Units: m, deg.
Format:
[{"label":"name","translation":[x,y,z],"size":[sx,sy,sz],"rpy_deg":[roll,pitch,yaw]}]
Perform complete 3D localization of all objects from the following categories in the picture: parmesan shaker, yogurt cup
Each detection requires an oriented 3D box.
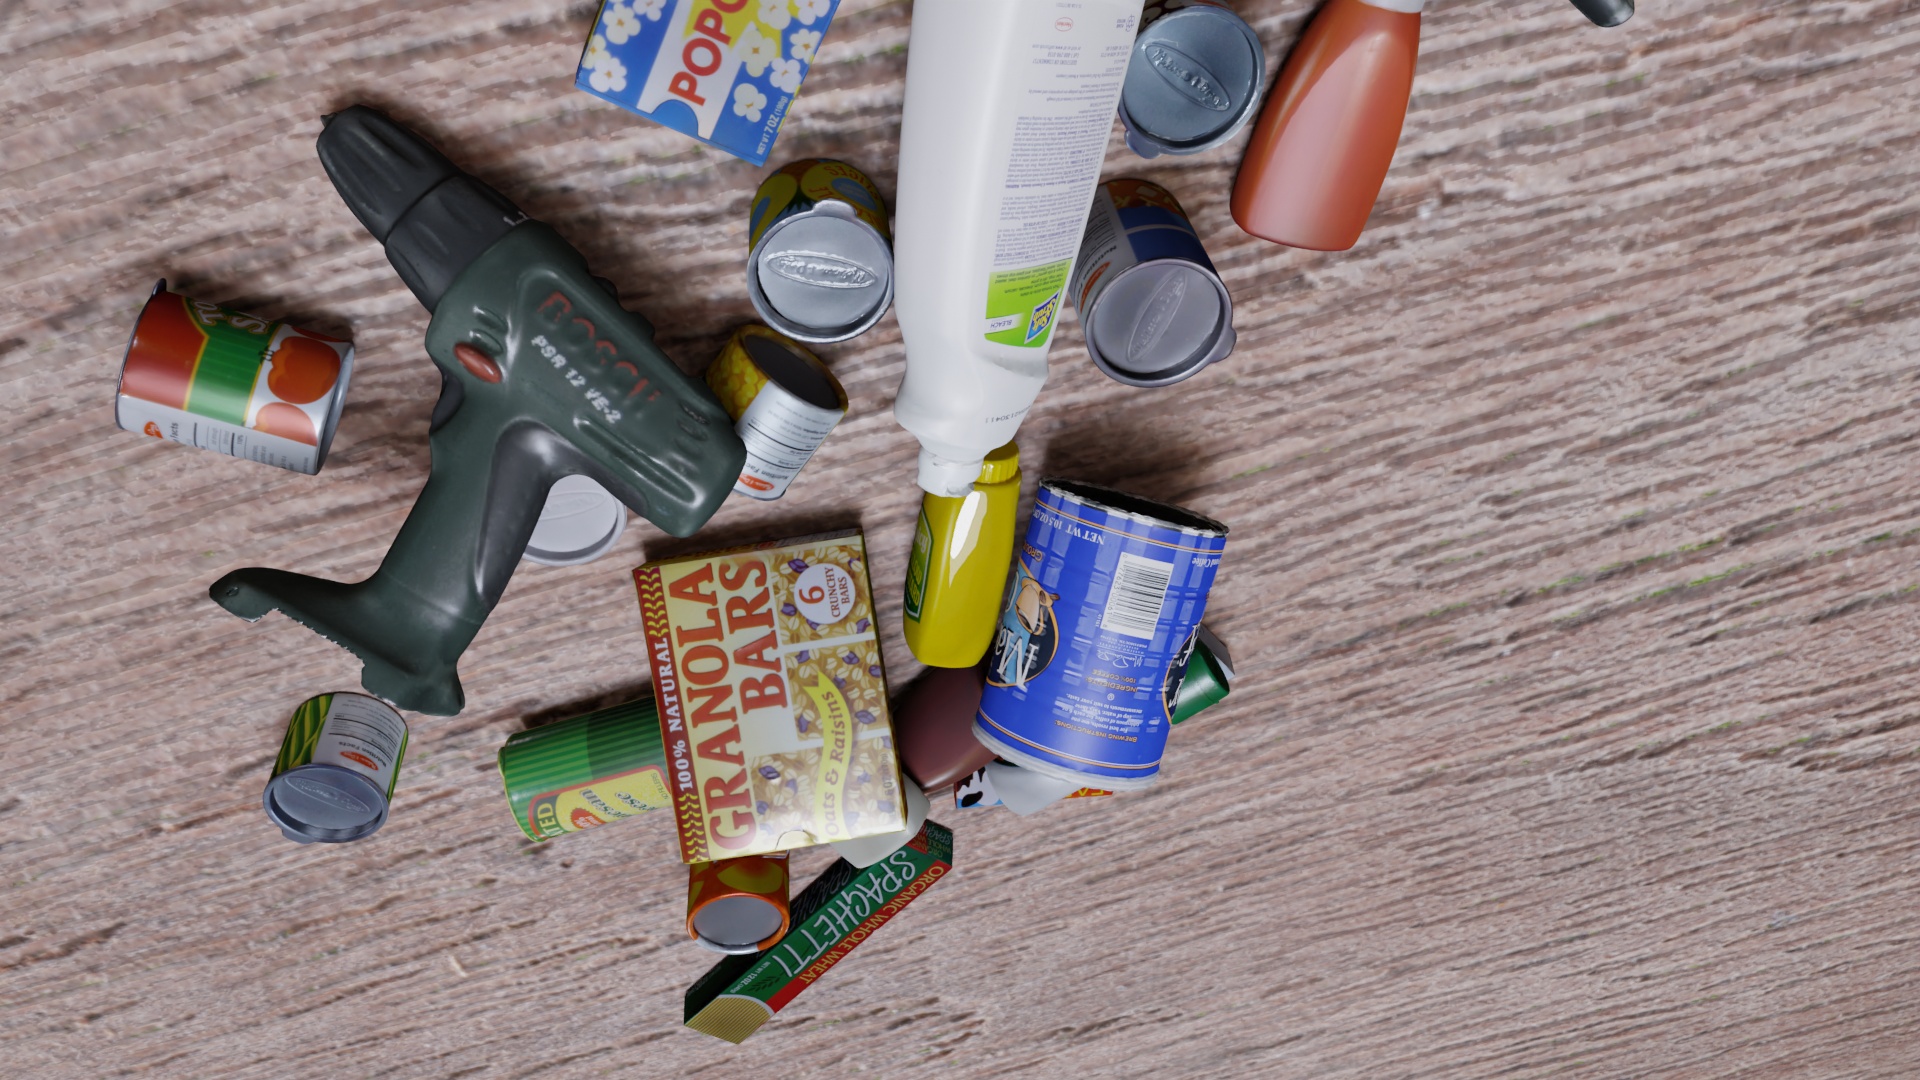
[{"label":"parmesan shaker","translation":[-0.206,0.130,0.812],"size":[0.103,0.071,0.071],"rpy_deg":[-16,128,5]},{"label":"yogurt cup","translation":[-0.200,-0.029,0.697],"size":[0.072,0.054,0.072],"rpy_deg":[-4,129,-5]}]

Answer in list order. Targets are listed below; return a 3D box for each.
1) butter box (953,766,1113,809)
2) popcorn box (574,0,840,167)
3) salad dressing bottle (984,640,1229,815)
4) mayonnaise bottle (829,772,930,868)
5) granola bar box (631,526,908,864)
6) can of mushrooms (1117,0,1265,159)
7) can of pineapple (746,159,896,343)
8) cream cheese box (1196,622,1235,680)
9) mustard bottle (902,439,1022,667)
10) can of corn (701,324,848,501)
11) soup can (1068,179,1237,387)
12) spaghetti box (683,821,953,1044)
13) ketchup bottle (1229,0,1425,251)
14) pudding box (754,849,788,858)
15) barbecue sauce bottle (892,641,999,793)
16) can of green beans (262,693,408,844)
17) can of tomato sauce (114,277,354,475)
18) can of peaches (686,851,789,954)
[{"label":"butter box","translation":[0.047,0.142,0.885],"size":[0.103,0.024,0.052],"rpy_deg":[-4,129,-4]},{"label":"popcorn box","translation":[-0.094,-0.229,0.564],"size":[0.085,0.038,0.126],"rpy_deg":[19,123,-22]},{"label":"salad dressing bottle","translation":[0.086,0.109,0.815],"size":[0.147,0.064,0.044],"rpy_deg":[-32,107,16]},{"label":"mayonnaise bottle","translation":[-0.088,0.123,0.808],"size":[0.148,0.041,0.064],"rpy_deg":[47,124,-8]},{"label":"granola bar box","translation":[-0.101,0.084,0.756],"size":[0.124,0.039,0.165],"rpy_deg":[-9,95,0]},{"label":"can of mushrooms","translation":[0.096,-0.205,0.612],"size":[0.071,0.033,0.070],"rpy_deg":[-4,129,-5]},{"label":"can of pineapple","translation":[-0.063,-0.133,0.631],"size":[0.071,0.058,0.070],"rpy_deg":[-4,129,-5]},{"label":"cream cheese box","translation":[0.114,0.059,0.829],"size":[0.053,0.024,0.103],"rpy_deg":[-34,125,20]},{"label":"mustard bottle","translation":[0.003,-0.009,0.738],"size":[0.049,0.065,0.159],"rpy_deg":[2,122,-15]},{"label":"can of corn","translation":[-0.098,-0.064,0.677],"size":[0.071,0.071,0.058],"rpy_deg":[29,114,-27]},{"label":"soup can","translation":[0.086,-0.120,0.646],"size":[0.071,0.084,0.071],"rpy_deg":[-4,129,-5]},{"label":"spaghetti box","translation":[-0.102,0.272,0.964],"size":[0.050,0.029,0.249],"rpy_deg":[32,118,-29]},{"label":"ketchup bottle","translation":[0.172,-0.204,0.617],"size":[0.065,0.044,0.148],"rpy_deg":[6,127,-13]},{"label":"pudding box","translation":[-0.130,0.171,0.846],"size":[0.050,0.083,0.030],"rpy_deg":[5,88,-10]},{"label":"barbecue sauce bottle","translation":[-0.021,0.123,0.839],"size":[0.044,0.065,0.148],"rpy_deg":[13,137,-41]},{"label":"can of green beans","translation":[-0.358,0.130,0.798],"size":[0.071,0.058,0.071],"rpy_deg":[-4,129,-5]},{"label":"can of tomato sauce","translation":[-0.330,-0.073,0.638],"size":[0.083,0.071,0.070],"rpy_deg":[16,124,-19]},{"label":"can of peaches","translation":[-0.144,0.225,0.902],"size":[0.071,0.058,0.070],"rpy_deg":[-4,129,-4]}]
